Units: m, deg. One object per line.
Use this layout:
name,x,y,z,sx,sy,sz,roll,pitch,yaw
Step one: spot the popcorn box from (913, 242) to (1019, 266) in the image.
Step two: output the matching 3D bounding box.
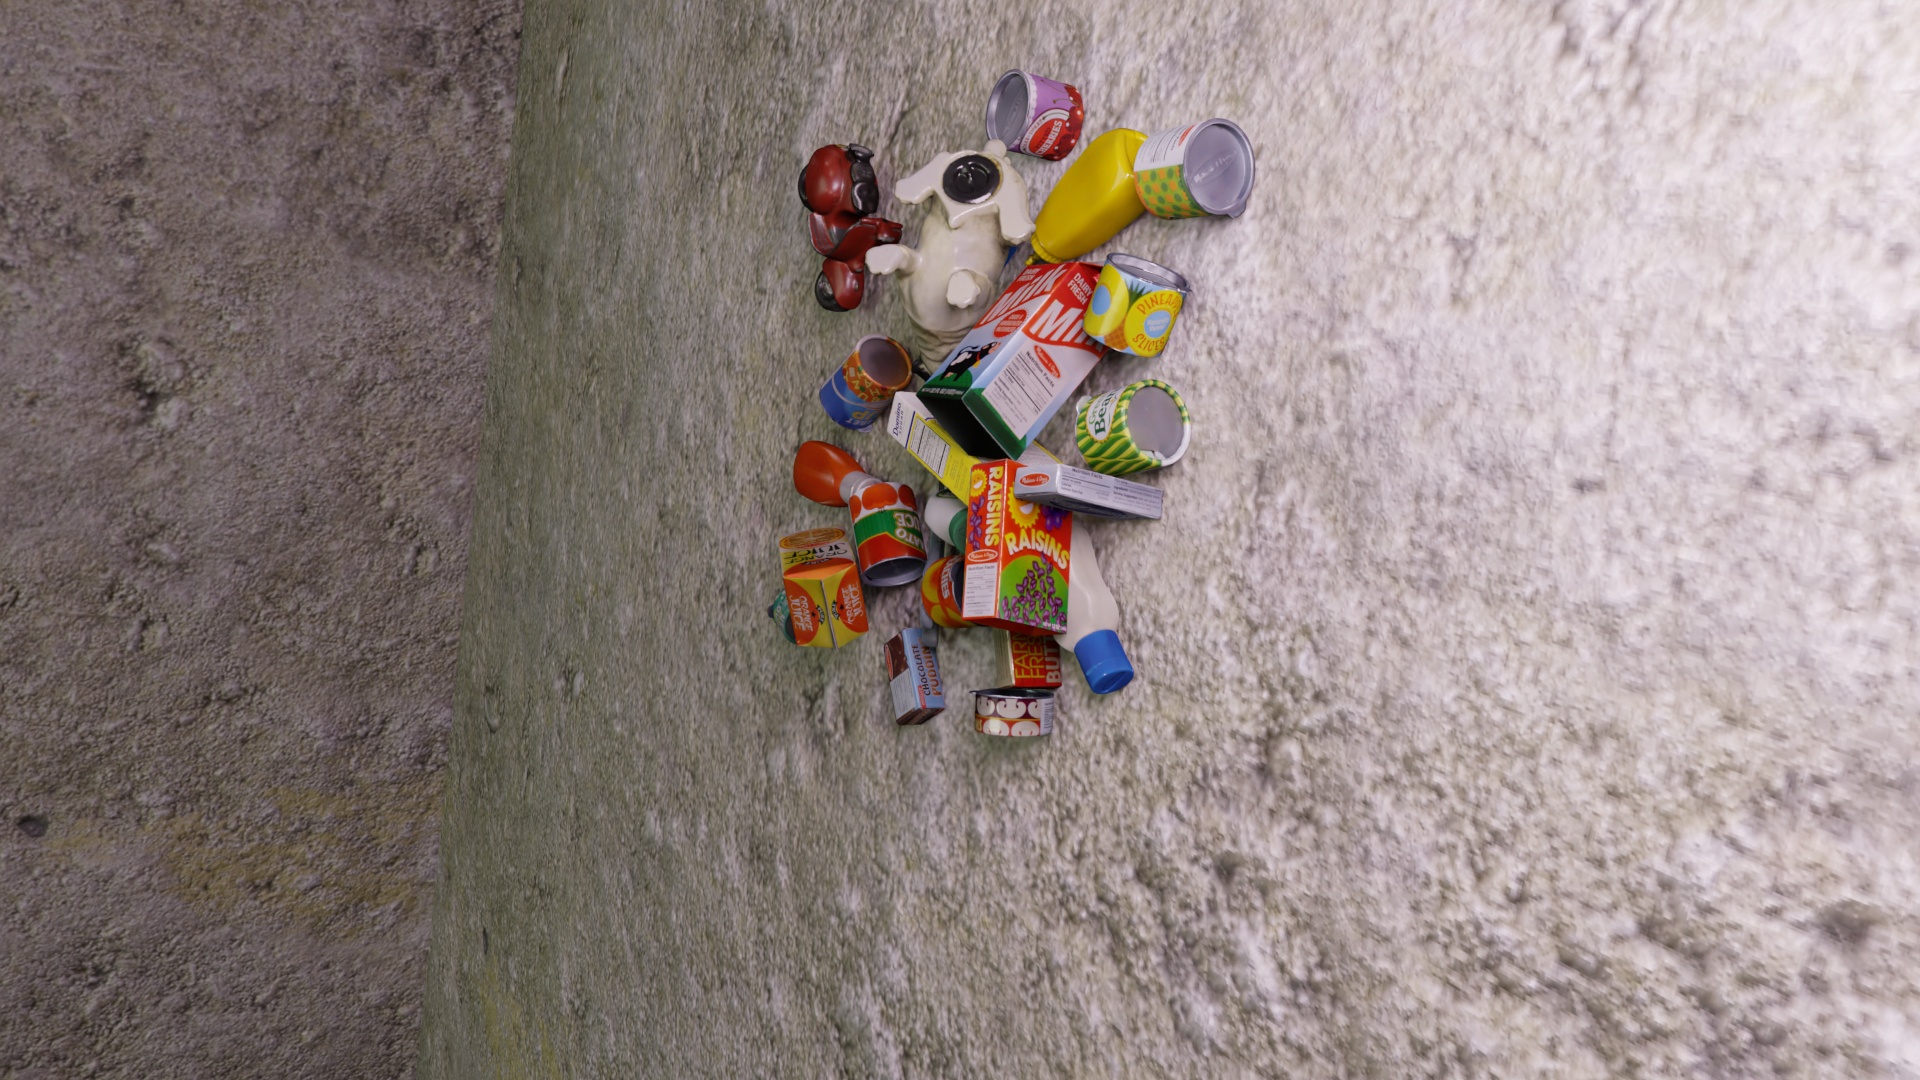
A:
popcorn box,0.000,-0.266,1.288,0.126,0.038,0.085,-49,49,44

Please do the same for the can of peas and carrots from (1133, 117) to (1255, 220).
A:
can of peas and carrots,0.168,-0.262,0.994,0.059,0.071,0.071,12,97,58

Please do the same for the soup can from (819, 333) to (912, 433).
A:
soup can,-0.093,-0.158,1.403,0.083,0.071,0.071,-40,55,49

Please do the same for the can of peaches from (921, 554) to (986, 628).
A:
can of peaches,0.005,0.043,1.218,0.058,0.071,0.071,-11,78,58

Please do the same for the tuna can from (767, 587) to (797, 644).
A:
tuna can,-0.169,0.078,1.494,0.033,0.071,0.070,48,126,48

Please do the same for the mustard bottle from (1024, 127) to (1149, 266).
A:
mustard bottle,0.098,-0.265,1.120,0.159,0.049,0.065,-35,56,53

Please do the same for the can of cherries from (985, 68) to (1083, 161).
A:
can of cherries,0.063,-0.357,1.175,0.071,0.058,0.071,-10,78,57

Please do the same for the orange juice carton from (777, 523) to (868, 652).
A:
orange juice carton,-0.136,0.046,1.368,0.193,0.073,0.071,-121,21,-72

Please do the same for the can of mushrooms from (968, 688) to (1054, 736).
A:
can of mushrooms,0.042,0.142,1.150,0.071,0.071,0.033,3,91,58

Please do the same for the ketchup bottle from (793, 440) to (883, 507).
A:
ketchup bottle,-0.128,-0.063,1.468,0.149,0.043,0.064,25,109,56

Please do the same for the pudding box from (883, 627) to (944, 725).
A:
pudding box,-0.045,0.130,1.328,0.049,0.030,0.084,-42,52,50

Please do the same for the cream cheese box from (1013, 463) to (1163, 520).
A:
cream cheese box,0.098,-0.035,1.046,0.053,0.104,0.024,-1,79,57

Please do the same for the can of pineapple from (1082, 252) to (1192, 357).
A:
can of pineapple,0.132,-0.175,1.040,0.071,0.071,0.057,50,129,48

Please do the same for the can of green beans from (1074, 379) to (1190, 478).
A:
can of green beans,0.129,-0.083,1.036,0.057,0.071,0.071,-14,75,57

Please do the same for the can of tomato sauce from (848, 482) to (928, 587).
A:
can of tomato sauce,-0.068,-0.006,1.347,0.071,0.071,0.083,-43,51,48

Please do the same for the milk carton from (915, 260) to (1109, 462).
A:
milk carton,0.061,-0.157,1.099,0.191,0.073,0.072,-50,29,-16

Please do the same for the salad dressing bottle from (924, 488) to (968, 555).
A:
salad dressing bottle,0.004,-0.015,1.196,0.148,0.064,0.044,-126,50,-79

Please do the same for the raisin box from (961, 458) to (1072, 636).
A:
raisin box,0.045,0.007,1.070,0.040,0.086,0.123,-7,74,43

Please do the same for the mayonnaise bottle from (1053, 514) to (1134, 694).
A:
mayonnaise bottle,0.094,0.051,1.104,0.064,0.041,0.149,-51,47,36

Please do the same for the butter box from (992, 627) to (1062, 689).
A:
butter box,0.053,0.072,1.155,0.024,0.053,0.103,-23,69,52
